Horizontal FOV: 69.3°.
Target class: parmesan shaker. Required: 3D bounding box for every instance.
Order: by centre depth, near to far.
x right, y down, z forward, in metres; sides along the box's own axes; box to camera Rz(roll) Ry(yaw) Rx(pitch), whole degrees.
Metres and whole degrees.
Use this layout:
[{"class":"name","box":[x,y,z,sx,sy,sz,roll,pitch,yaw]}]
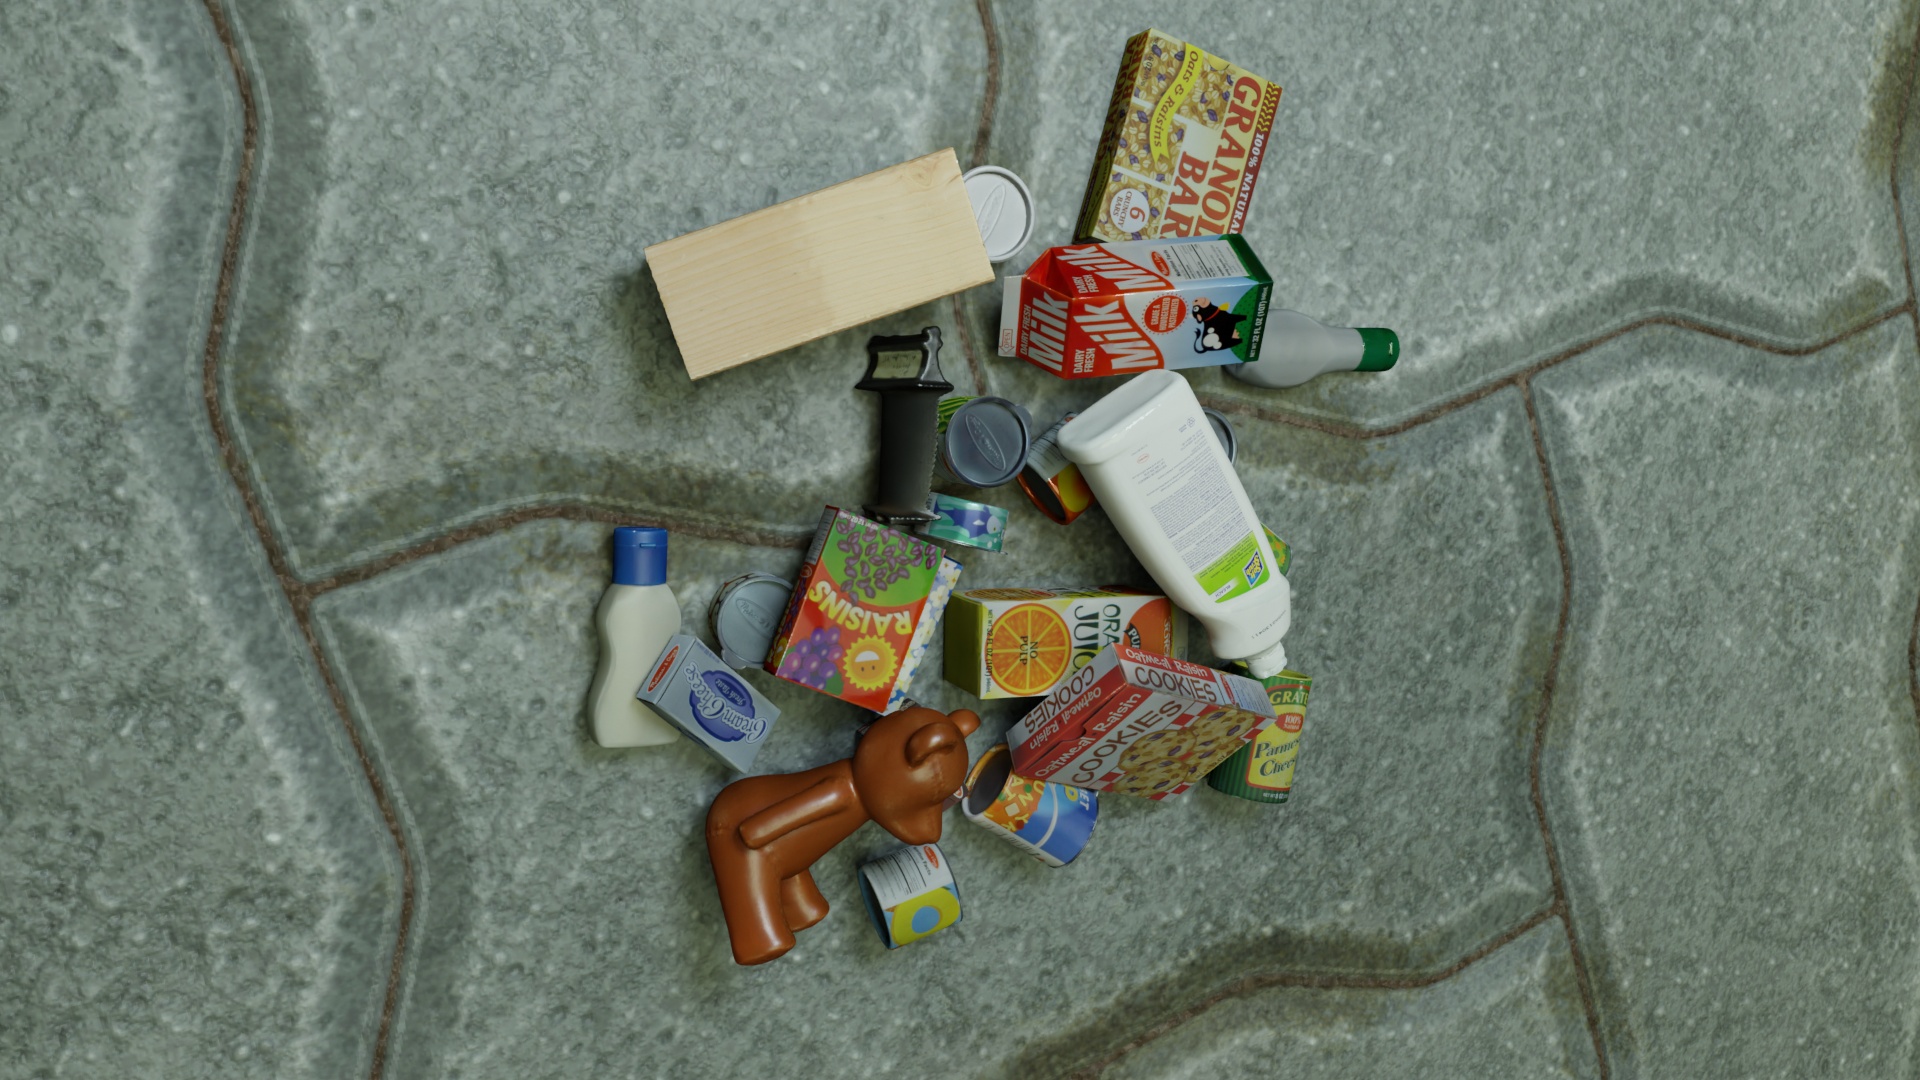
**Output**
[{"class":"parmesan shaker","box":[0.244,0.155,1.126,0.071,0.071,0.103,10,92,-22]}]

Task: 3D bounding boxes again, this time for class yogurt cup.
[{"class":"yogurt cup","box":[0.014,-0.233,1.005,0.072,0.054,0.072,-2,96,-21]}]

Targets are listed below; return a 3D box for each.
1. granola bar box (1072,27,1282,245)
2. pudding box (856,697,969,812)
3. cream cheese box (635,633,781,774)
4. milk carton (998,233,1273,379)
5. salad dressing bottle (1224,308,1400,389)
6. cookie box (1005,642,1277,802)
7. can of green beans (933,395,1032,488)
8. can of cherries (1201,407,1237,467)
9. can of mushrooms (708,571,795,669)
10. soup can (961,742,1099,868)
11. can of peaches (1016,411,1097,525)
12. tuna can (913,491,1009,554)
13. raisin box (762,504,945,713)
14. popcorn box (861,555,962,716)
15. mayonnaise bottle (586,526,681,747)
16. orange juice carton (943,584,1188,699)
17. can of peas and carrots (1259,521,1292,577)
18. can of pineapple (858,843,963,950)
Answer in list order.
[{"class":"granola bar box","box":[0.168,-0.290,1.067,0.124,0.039,0.165,16,90,-22]},{"class":"pudding box","box":[-0.035,0.166,1.038,0.050,0.030,0.083,-32,106,-16]},{"class":"cream cheese box","box":[-0.171,0.113,0.957,0.103,0.024,0.053,50,59,-41]},{"class":"milk carton","box":[0.123,-0.171,1.020,0.191,0.074,0.072,-6,133,-10]},{"class":"salad dressing bottle","box":[0.285,-0.154,1.124,0.148,0.044,0.064,-2,94,-22]},{"class":"cookie box","box":[0.136,0.140,1.038,0.167,0.040,0.122,17,130,-37]},{"class":"can of green beans","box":[0.010,-0.073,1.017,0.071,0.058,0.071,-2,96,-21]},{"class":"can of cherries","box":[0.170,-0.070,1.079,0.071,0.058,0.071,-3,97,-22]},{"class":"can of mushrooms","box":[-0.145,0.057,0.983,0.071,0.033,0.071,-2,96,-22]},{"class":"soup can","box":[0.054,0.198,1.056,0.083,0.071,0.071,33,83,-20]},{"class":"can of peaches","box":[0.081,-0.052,1.043,0.058,0.071,0.071,-39,107,-13]},{"class":"tuna can","box":[0.004,-0.013,1.015,0.071,0.071,0.033,13,90,-22]},{"class":"raisin box","box":[-0.074,0.047,0.965,0.086,0.040,0.123,22,86,-21]},{"class":"popcorn box","box":[-0.064,0.056,1.011,0.085,0.038,0.126,26,86,-21]},{"class":"mayonnaise bottle","box":[-0.221,0.065,0.951,0.065,0.041,0.148,1,94,-29]},{"class":"orange juice carton","box":[0.089,0.074,1.054,0.193,0.073,0.071,-1,96,-22]},{"class":"can of peas and carrots","box":[0.218,0.013,1.100,0.058,0.071,0.071,37,82,-19]},{"class":"can of pineapple","box":[-0.037,0.263,1.027,0.058,0.071,0.071,-18,102,-18]}]
